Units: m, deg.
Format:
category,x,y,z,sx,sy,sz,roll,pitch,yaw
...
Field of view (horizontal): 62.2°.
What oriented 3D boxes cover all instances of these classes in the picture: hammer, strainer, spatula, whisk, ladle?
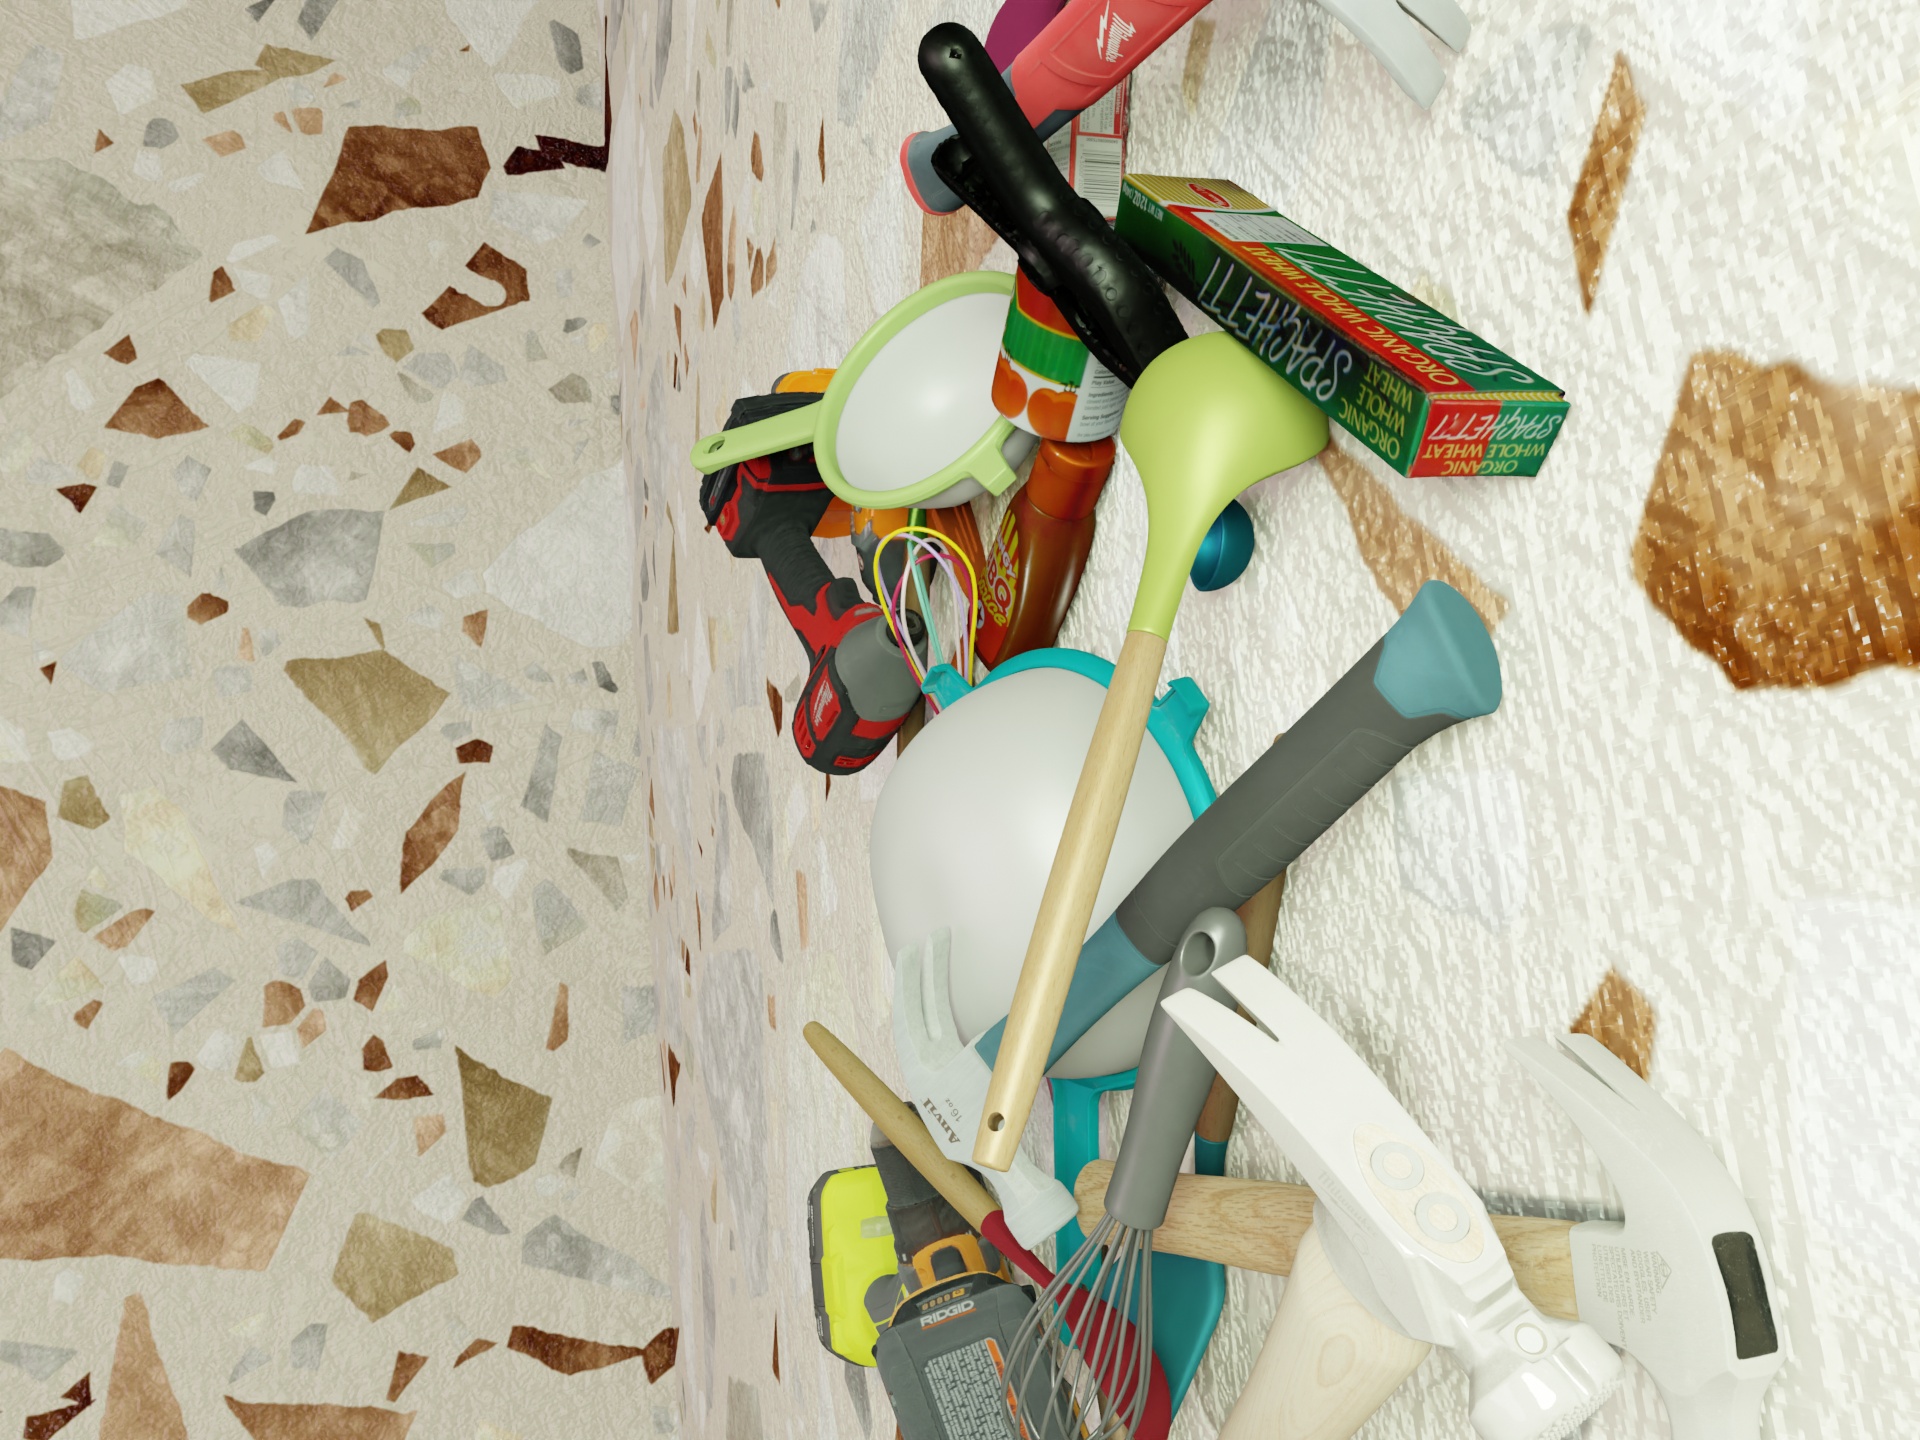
category,x,y,z,sx,sy,sz,roll,pitch,yaw
hammer,0.053,-0.259,0.663,0.038,0.143,0.386,-62,15,-2
strainer,0.023,0.139,0.739,0.211,0.095,0.340,6,100,53
spatula,0.102,0.154,0.668,0.082,0.044,0.317,-136,48,-58
hammer,0.130,0.175,0.547,0.331,0.031,0.130,156,113,-62
spatula,-0.012,-0.011,1.005,0.081,0.041,0.322,-76,-4,-56
whisk,0.001,-0.003,0.869,0.051,0.047,0.244,-120,12,-51
hammer,0.077,0.073,0.593,0.128,0.033,0.331,51,128,15
ladle,0.061,0.000,0.559,0.062,0.078,0.320,51,-126,-62
ladle,0.001,0.224,0.753,0.316,0.031,0.069,33,162,51
strainer,-0.044,-0.160,0.898,0.256,0.069,0.152,-7,59,37
whisk,0.062,0.175,0.579,0.055,0.055,0.239,-132,53,-63
hammer,0.102,0.248,0.557,0.146,0.038,0.410,51,153,35

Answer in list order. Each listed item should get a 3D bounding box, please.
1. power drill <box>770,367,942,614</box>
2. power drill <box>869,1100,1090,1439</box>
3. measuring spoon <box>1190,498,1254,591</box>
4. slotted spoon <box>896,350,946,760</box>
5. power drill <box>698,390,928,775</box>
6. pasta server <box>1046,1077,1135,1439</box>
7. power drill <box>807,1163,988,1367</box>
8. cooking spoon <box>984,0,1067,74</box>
category,x,y,z,sx,sy,sz,roll,pitch,yaw
power drill,-0.070,-0.162,1.109,0.227,0.084,0.164,-144,54,-63
power drill,0.000,0.305,0.826,0.226,0.084,0.185,150,100,-86
measuring spoon,0.104,-0.098,0.691,0.129,0.021,0.042,-102,18,-54
slotted spoon,-0.028,-0.087,0.997,0.070,0.031,0.313,-137,45,-59
power drill,-0.084,-0.090,0.986,0.143,0.078,0.220,-52,53,52
pasta server,0.073,0.263,0.798,0.060,0.040,0.316,151,112,-70
power drill,-0.033,0.357,1.052,0.223,0.080,0.171,146,120,-64
cooking spoon,0.060,-0.379,0.787,0.319,0.017,0.069,173,94,-72
